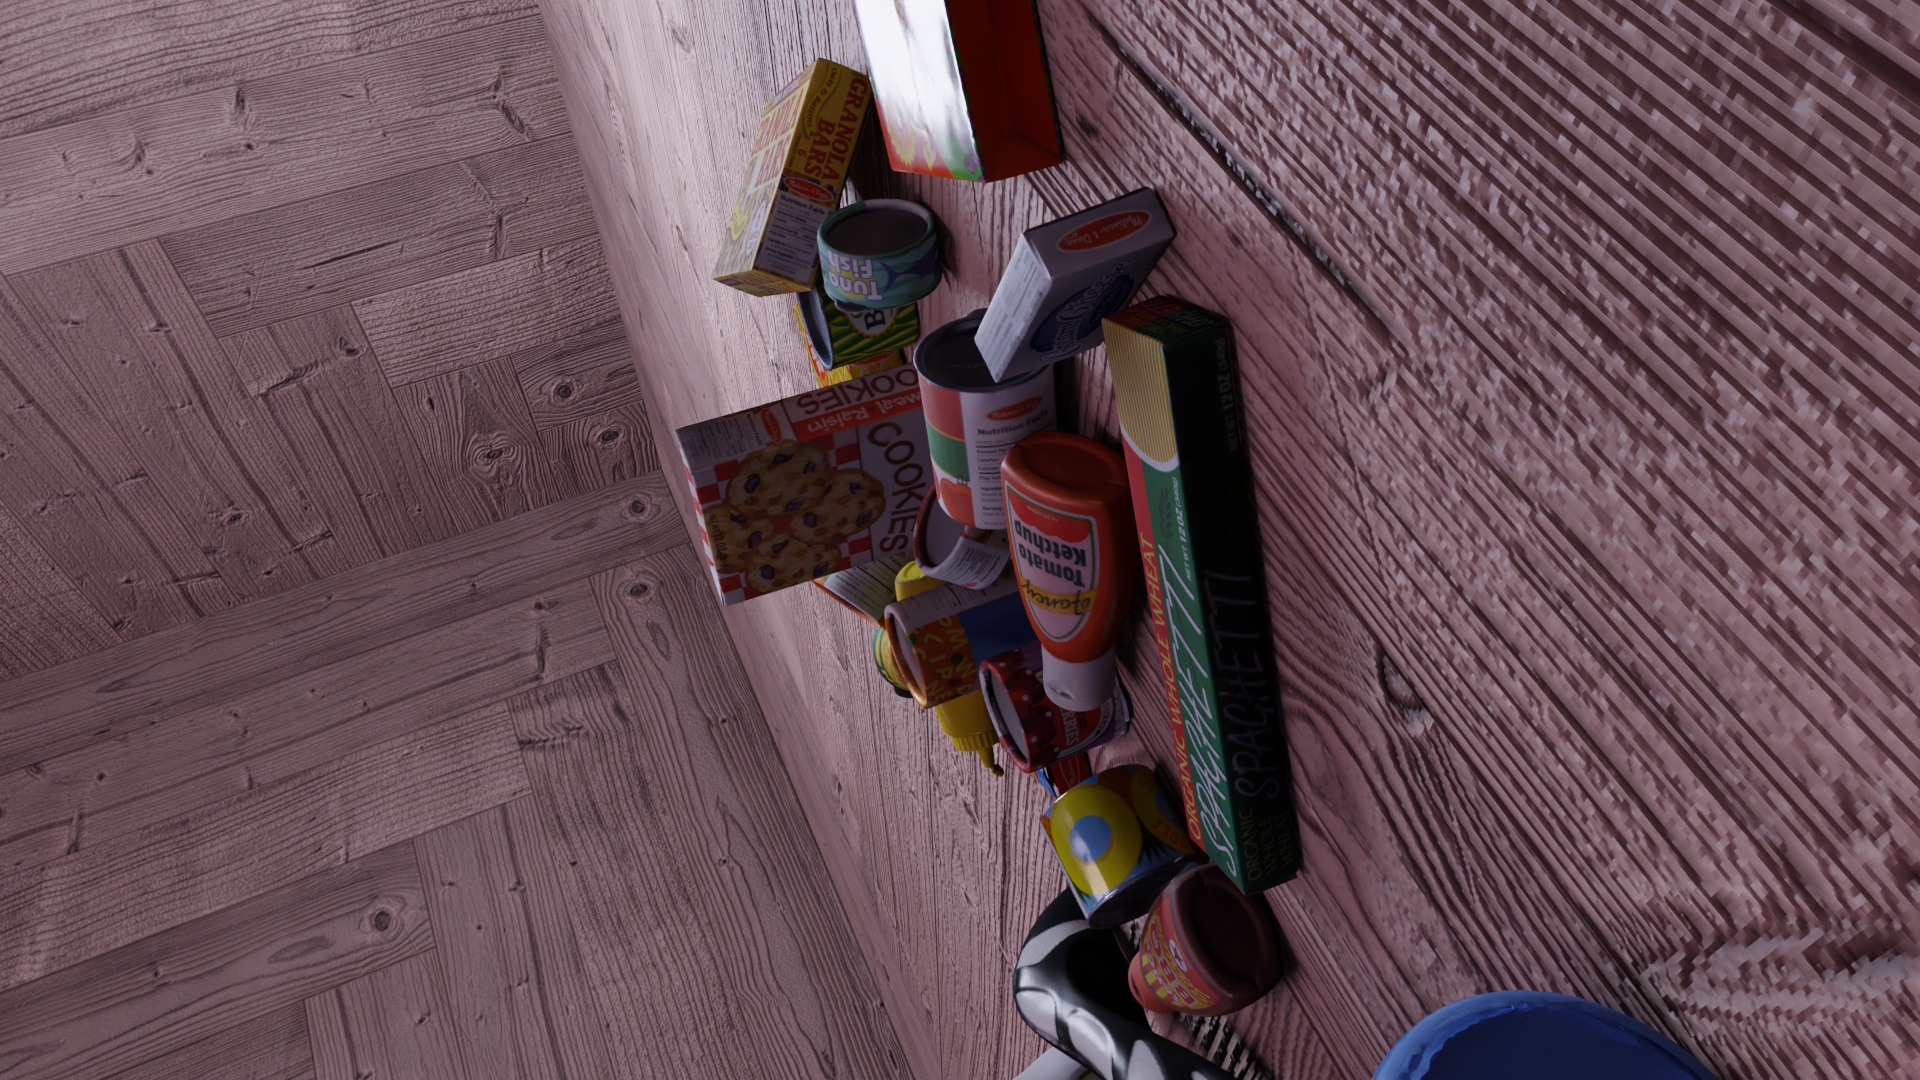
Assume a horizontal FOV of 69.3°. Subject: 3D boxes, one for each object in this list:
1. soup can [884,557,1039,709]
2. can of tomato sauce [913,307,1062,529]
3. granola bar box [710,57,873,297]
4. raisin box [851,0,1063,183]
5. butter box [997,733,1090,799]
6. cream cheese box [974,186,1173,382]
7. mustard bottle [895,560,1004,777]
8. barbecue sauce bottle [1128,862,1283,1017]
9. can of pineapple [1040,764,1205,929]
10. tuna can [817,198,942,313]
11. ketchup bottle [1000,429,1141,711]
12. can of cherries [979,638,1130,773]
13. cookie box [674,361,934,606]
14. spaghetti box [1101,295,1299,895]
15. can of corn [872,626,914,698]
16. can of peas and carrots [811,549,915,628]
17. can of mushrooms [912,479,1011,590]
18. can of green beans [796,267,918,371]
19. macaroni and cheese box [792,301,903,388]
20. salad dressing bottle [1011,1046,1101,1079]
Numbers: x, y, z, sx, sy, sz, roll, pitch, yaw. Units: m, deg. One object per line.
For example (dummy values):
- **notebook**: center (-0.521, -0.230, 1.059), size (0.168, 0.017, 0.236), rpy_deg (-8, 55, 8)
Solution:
- **soup can**: center (0.007, 0.057, 0.816), size (0.071, 0.084, 0.071), rpy_deg (161, 89, -75)
- **can of tomato sauce**: center (0.015, -0.058, 0.668), size (0.071, 0.071, 0.082), rpy_deg (-126, 21, -47)
- **granola bar box**: center (-0.104, -0.213, 0.842), size (0.165, 0.039, 0.124), rpy_deg (-155, 83, -70)
- **raisin box**: center (-0.004, -0.204, 0.603), size (0.123, 0.040, 0.085), rpy_deg (-143, 35, -63)
- **butter box**: center (0.048, 0.120, 0.868), size (0.103, 0.024, 0.053), rpy_deg (-152, 45, -69)
- **cream cheese box**: center (0.041, -0.098, 0.545), size (0.103, 0.053, 0.024), rpy_deg (123, 124, -72)
- **mustard bottle**: center (0.000, 0.090, 0.934), size (0.065, 0.049, 0.160), rpy_deg (-64, -42, -73)
- **barbecue sauce bottle**: center (0.116, 0.207, 0.692), size (0.148, 0.044, 0.065), rpy_deg (100, 146, -64)
- **can of pineapple**: center (0.083, 0.154, 0.704), size (0.070, 0.071, 0.058), rpy_deg (92, 154, -55)
- **tuna can**: center (-0.045, -0.155, 0.755), size (0.071, 0.071, 0.032), rpy_deg (-124, 21, -44)
- **ketchup bottle**: center (0.055, 0.020, 0.658), size (0.065, 0.044, 0.148), rpy_deg (25, 141, 30)
- **can of cherries**: center (0.050, 0.085, 0.744), size (0.071, 0.058, 0.071), rpy_deg (162, 89, -76)
- **cookie box**: center (-0.072, -0.034, 0.820), size (0.122, 0.168, 0.040), rpy_deg (88, 160, -50)
- **spaghetti box**: center (0.098, 0.029, 0.552), size (0.050, 0.029, 0.249), rpy_deg (-136, 30, -62)
- **can of corn**: center (-0.026, 0.080, 0.996), size (0.058, 0.071, 0.071), rpy_deg (166, 85, -75)
- **can of peas and carrots**: center (-0.065, 0.021, 0.981), size (0.071, 0.059, 0.071), rpy_deg (33, 171, 6)
- **can of mushrooms**: center (0.003, -0.010, 0.783), size (0.070, 0.033, 0.071), rpy_deg (-39, 42, 48)
- **can of green beans**: center (-0.065, -0.145, 0.865), size (0.071, 0.058, 0.071), rpy_deg (162, 89, -76)
- **macaroni and cheese box**: center (-0.065, -0.098, 0.963), size (0.123, 0.040, 0.166), rpy_deg (175, 76, -76)
- **salad dressing bottle**: center (0.057, 0.360, 0.897), size (0.044, 0.148, 0.064), rpy_deg (-133, 27, -56)
